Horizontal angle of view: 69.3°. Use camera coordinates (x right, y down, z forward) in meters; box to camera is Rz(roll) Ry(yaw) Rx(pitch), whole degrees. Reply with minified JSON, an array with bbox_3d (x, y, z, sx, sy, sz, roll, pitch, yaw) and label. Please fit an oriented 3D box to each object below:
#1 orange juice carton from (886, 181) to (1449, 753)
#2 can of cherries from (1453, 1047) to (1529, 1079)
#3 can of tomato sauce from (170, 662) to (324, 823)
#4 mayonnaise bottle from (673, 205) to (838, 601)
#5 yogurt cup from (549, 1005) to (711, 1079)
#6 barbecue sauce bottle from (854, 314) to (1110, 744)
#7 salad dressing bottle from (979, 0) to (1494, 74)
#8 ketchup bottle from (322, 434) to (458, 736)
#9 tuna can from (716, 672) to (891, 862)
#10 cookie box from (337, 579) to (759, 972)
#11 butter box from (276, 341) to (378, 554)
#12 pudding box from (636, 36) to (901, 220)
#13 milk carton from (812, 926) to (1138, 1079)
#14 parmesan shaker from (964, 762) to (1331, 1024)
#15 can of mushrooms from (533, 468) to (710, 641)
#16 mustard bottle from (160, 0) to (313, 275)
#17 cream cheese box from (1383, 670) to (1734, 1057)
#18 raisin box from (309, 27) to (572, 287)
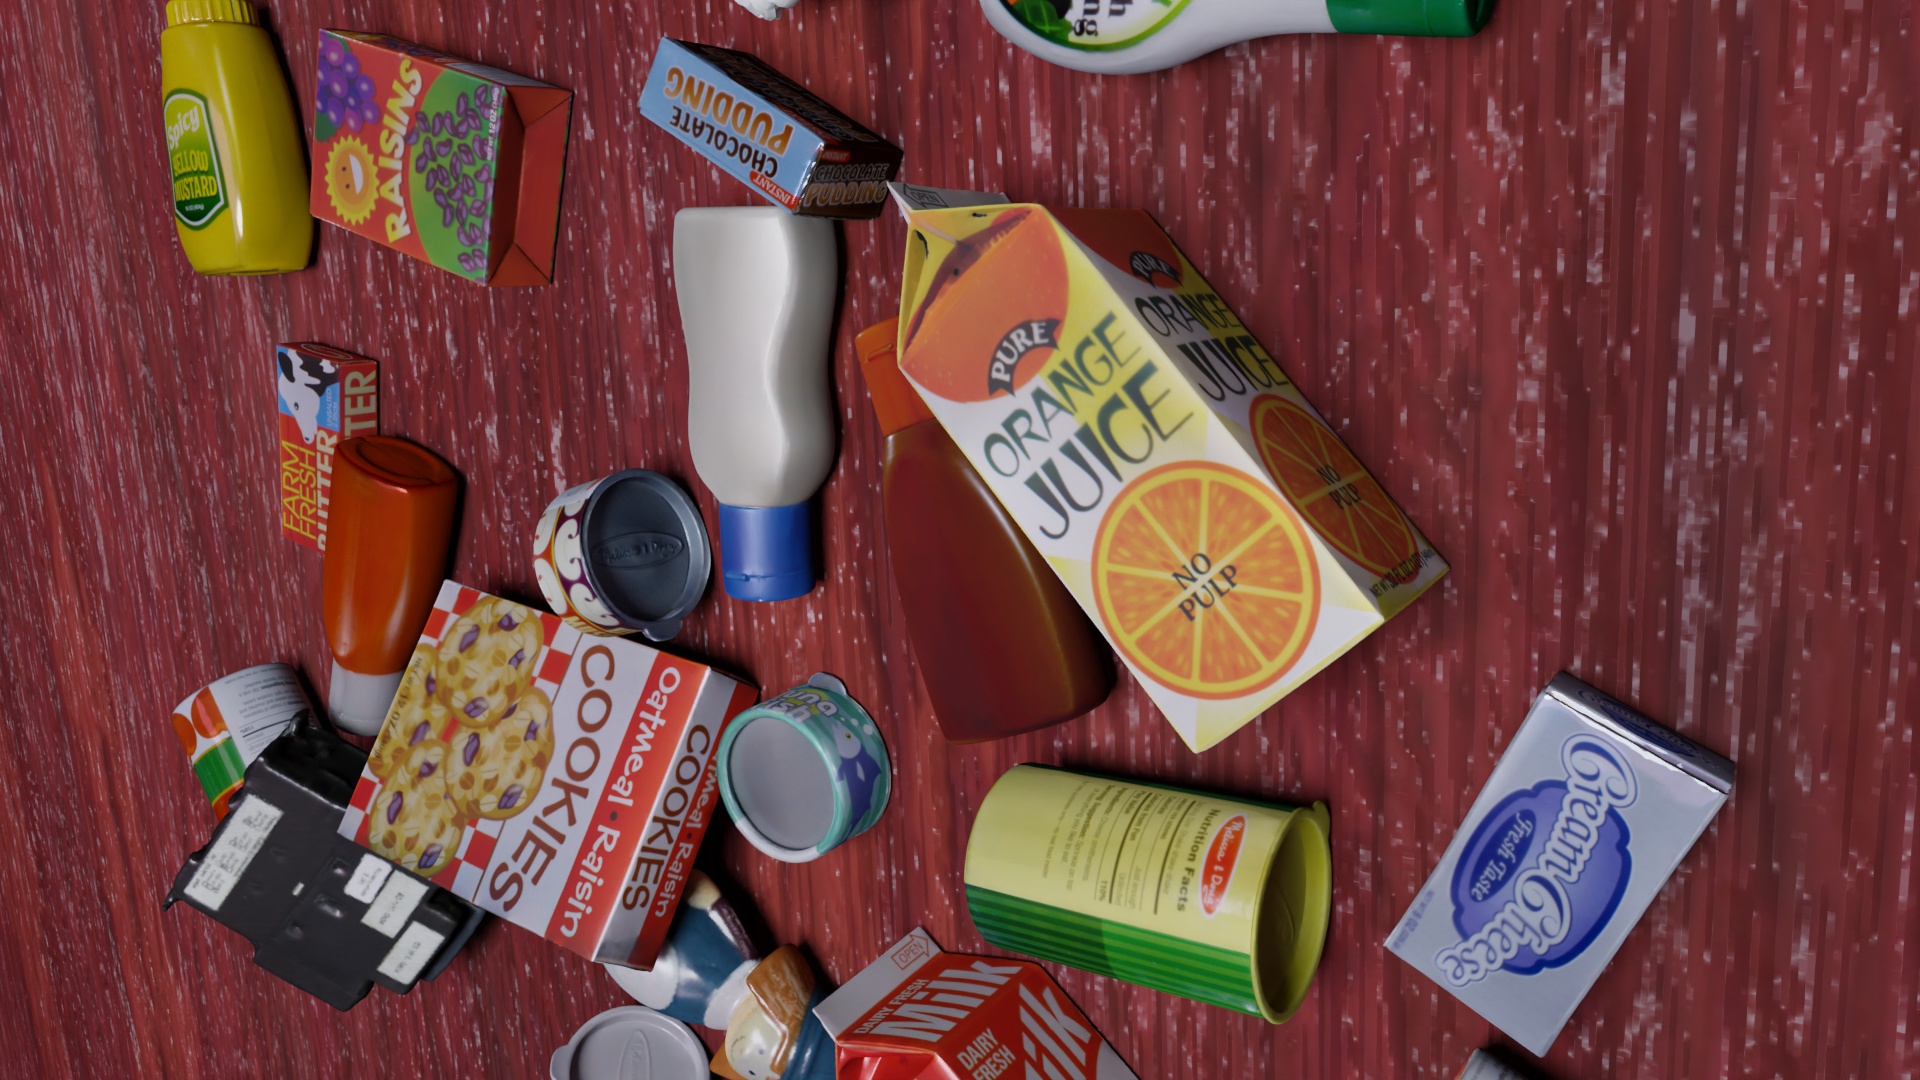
[{"bbox_3d":[0.052,-0.039,0.428,0.072,0.072,0.193,-45,75,32],"label":"orange juice carton"},{"bbox_3d":[0.161,0.196,0.410,0.058,0.072,0.071,31,116,25],"label":"can of cherries"},{"bbox_3d":[-0.378,0.119,0.754,0.071,0.071,0.083,-39,78,34],"label":"can of tomato sauce"},{"bbox_3d":[-0.076,-0.052,0.531,0.065,0.041,0.147,8,106,34],"label":"mayonnaise bottle"},{"bbox_3d":[-0.153,0.257,0.637,0.072,0.073,0.053,40,127,20],"label":"yogurt cup"},{"bbox_3d":[0.002,-0.006,0.487,0.064,0.044,0.148,-18,89,35],"label":"barbecue sauce bottle"},{"bbox_3d":[0.076,-0.167,0.401,0.148,0.044,0.064,14,109,31],"label":"salad dressing bottle"},{"bbox_3d":[-0.287,0.026,0.686,0.065,0.044,0.148,27,115,25],"label":"ketchup bottle"},{"bbox_3d":[-0.064,0.091,0.558,0.071,0.033,0.071,8,106,32],"label":"tuna can"},{"bbox_3d":[-0.180,0.096,0.601,0.167,0.040,0.123,13,77,31],"label":"cookie box"},{"bbox_3d":[-0.321,-0.046,0.705,0.053,0.024,0.103,16,109,31],"label":"butter box"},{"bbox_3d":[-0.069,-0.147,0.499,0.084,0.050,0.030,37,117,22],"label":"pudding box"},{"bbox_3d":[0.028,0.229,0.503,0.191,0.072,0.073,46,121,16],"label":"milk carton"},{"bbox_3d":[0.063,0.111,0.460,0.103,0.071,0.071,4,103,34],"label":"parmesan shaker"},{"bbox_3d":[-0.138,0.008,0.568,0.033,0.071,0.071,-12,94,36],"label":"can of mushrooms"},{"bbox_3d":[-0.359,-0.211,0.679,0.065,0.049,0.160,0,101,32],"label":"mustard bottle"},{"bbox_3d":[0.172,0.094,0.406,0.053,0.024,0.103,32,116,24],"label":"cream cheese box"},{"bbox_3d":[-0.230,-0.169,0.609,0.123,0.040,0.085,23,113,27],"label":"raisin box"}]
